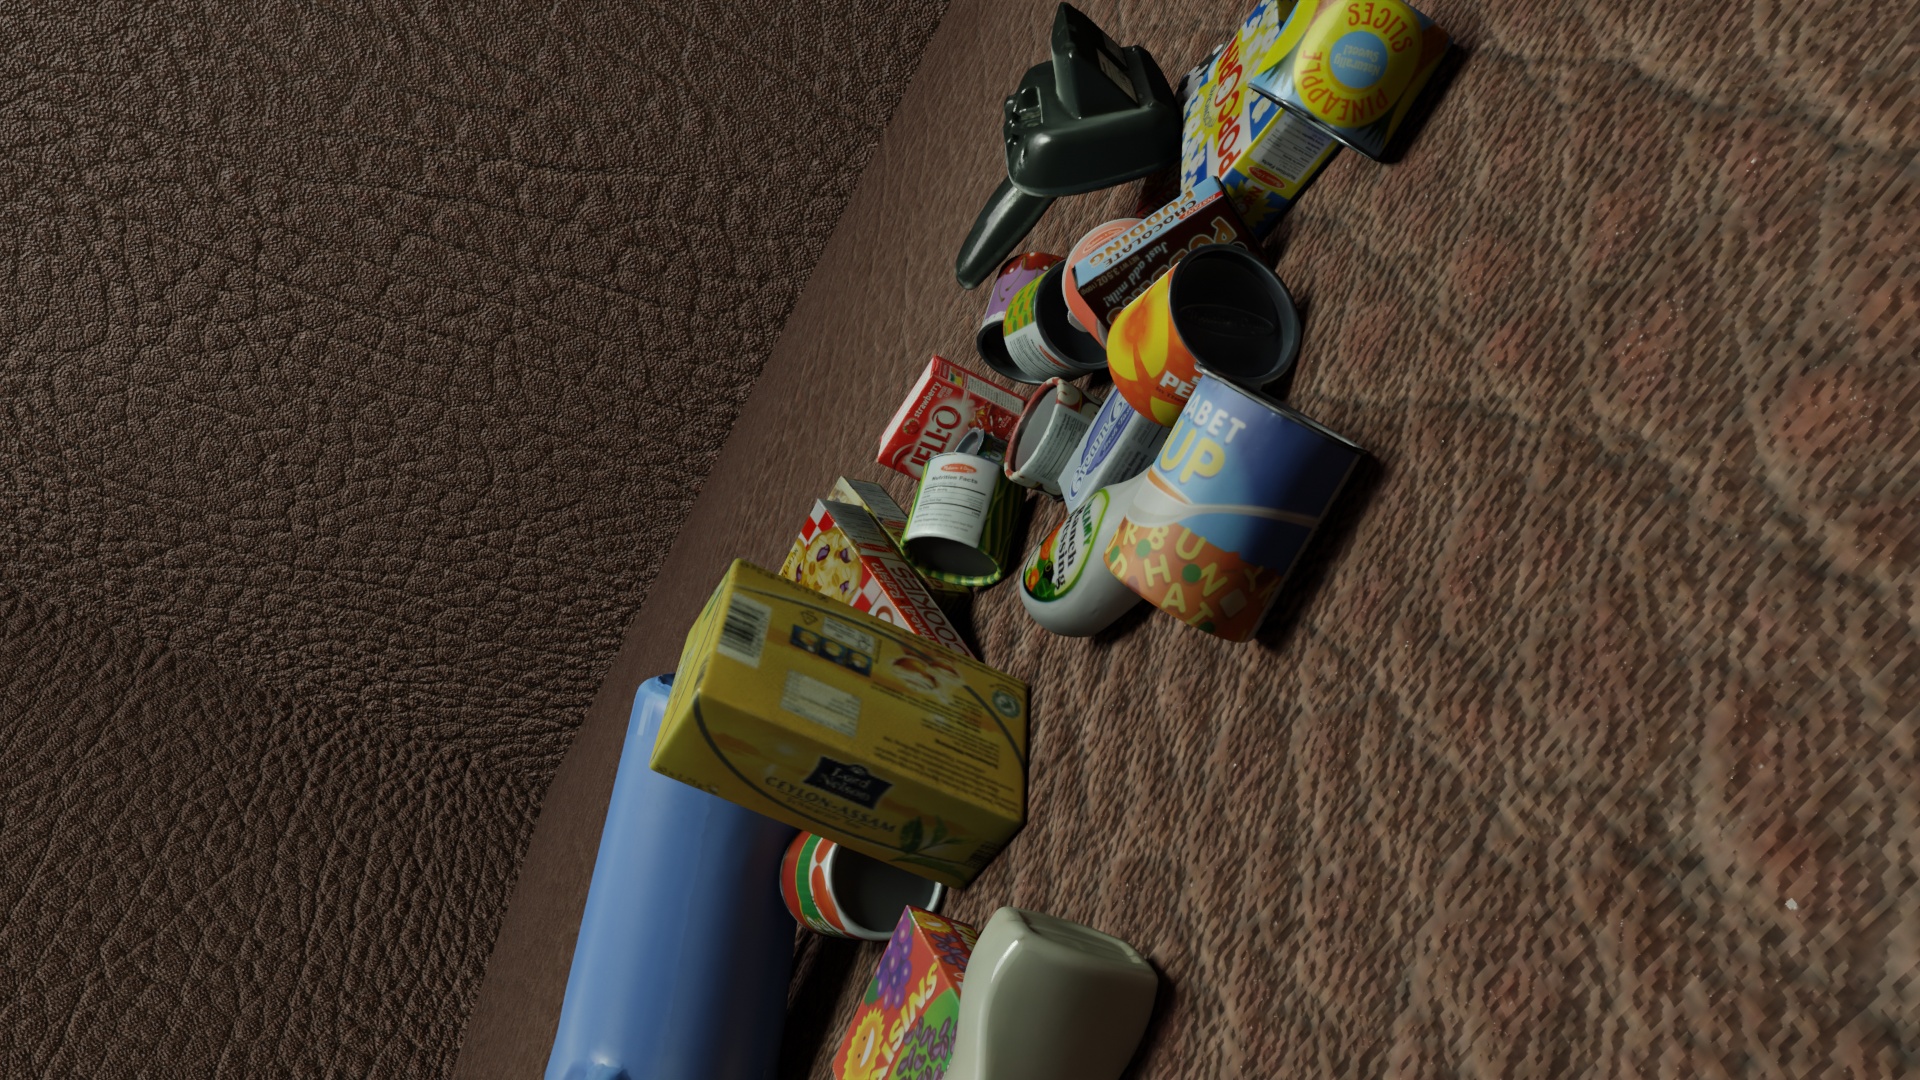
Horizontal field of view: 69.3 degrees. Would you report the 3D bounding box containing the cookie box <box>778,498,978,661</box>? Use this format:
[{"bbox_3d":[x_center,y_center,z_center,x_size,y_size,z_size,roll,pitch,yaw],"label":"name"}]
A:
[{"bbox_3d":[-0.066,0.072,0.857,0.122,0.040,0.168,-59,45,22],"label":"cookie box"}]

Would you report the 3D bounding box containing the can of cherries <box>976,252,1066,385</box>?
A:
[{"bbox_3d":[0.052,-0.142,0.889,0.071,0.071,0.058,-41,28,57],"label":"can of cherries"}]

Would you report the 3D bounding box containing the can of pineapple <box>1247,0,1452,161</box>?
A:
[{"bbox_3d":[0.166,-0.204,0.594,0.057,0.071,0.071,-60,16,20],"label":"can of pineapple"}]

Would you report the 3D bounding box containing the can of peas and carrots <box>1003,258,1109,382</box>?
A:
[{"bbox_3d":[0.066,-0.130,0.817,0.071,0.071,0.058,-68,15,-10],"label":"can of peas and carrots"}]

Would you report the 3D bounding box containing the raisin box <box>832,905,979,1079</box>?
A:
[{"bbox_3d":[-0.011,0.219,0.586,0.086,0.040,0.123,-66,17,1],"label":"raisin box"}]

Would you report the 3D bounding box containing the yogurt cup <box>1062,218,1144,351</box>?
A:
[{"bbox_3d":[0.092,-0.130,0.736,0.072,0.072,0.054,-58,25,25],"label":"yogurt cup"}]

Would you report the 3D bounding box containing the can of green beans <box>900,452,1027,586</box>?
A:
[{"bbox_3d":[0.002,-0.012,0.845,0.071,0.071,0.058,-39,31,59],"label":"can of green beans"}]

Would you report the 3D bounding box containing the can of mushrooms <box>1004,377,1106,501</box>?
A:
[{"bbox_3d":[0.054,-0.060,0.806,0.070,0.033,0.071,-57,18,30],"label":"can of mushrooms"}]

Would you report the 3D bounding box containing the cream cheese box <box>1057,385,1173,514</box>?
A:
[{"bbox_3d":[0.087,-0.056,0.709,0.103,0.024,0.053,-59,16,20],"label":"cream cheese box"}]

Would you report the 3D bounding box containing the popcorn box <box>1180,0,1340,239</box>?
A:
[{"bbox_3d":[0.152,-0.214,0.711,0.084,0.038,0.127,-51,21,43],"label":"popcorn box"}]

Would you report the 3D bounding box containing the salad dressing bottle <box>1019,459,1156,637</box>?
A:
[{"bbox_3d":[0.079,-0.005,0.620,0.147,0.044,0.064,-45,24,51],"label":"salad dressing bottle"}]

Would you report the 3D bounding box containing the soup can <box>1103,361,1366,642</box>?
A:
[{"bbox_3d":[0.098,-0.015,0.520,0.083,0.071,0.071,-62,16,13],"label":"soup can"}]

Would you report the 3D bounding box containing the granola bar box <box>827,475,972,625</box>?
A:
[{"bbox_3d":[-0.074,0.060,0.933,0.124,0.039,0.165,49,118,37],"label":"granola bar box"}]

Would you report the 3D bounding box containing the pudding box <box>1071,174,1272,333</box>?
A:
[{"bbox_3d":[0.102,-0.132,0.677,0.083,0.049,0.030,-30,29,20],"label":"pudding box"}]

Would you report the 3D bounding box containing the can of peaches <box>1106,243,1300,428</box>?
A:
[{"bbox_3d":[0.107,-0.087,0.616,0.058,0.071,0.071,-35,34,61],"label":"can of peaches"}]

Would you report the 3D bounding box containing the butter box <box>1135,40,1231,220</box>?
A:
[{"bbox_3d":[0.138,-0.238,0.820,0.053,0.024,0.104,-24,43,66],"label":"butter box"}]

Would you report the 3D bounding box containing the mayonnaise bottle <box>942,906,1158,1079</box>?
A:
[{"bbox_3d":[0.014,0.206,0.484,0.148,0.065,0.041,-68,16,2],"label":"mayonnaise bottle"}]

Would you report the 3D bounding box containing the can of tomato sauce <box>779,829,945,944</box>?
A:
[{"bbox_3d":[-0.052,0.179,0.734,0.083,0.071,0.071,-30,38,63],"label":"can of tomato sauce"}]

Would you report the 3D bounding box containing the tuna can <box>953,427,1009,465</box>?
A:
[{"bbox_3d":[0.012,-0.040,0.918,0.070,0.033,0.071,-57,18,29],"label":"tuna can"}]
